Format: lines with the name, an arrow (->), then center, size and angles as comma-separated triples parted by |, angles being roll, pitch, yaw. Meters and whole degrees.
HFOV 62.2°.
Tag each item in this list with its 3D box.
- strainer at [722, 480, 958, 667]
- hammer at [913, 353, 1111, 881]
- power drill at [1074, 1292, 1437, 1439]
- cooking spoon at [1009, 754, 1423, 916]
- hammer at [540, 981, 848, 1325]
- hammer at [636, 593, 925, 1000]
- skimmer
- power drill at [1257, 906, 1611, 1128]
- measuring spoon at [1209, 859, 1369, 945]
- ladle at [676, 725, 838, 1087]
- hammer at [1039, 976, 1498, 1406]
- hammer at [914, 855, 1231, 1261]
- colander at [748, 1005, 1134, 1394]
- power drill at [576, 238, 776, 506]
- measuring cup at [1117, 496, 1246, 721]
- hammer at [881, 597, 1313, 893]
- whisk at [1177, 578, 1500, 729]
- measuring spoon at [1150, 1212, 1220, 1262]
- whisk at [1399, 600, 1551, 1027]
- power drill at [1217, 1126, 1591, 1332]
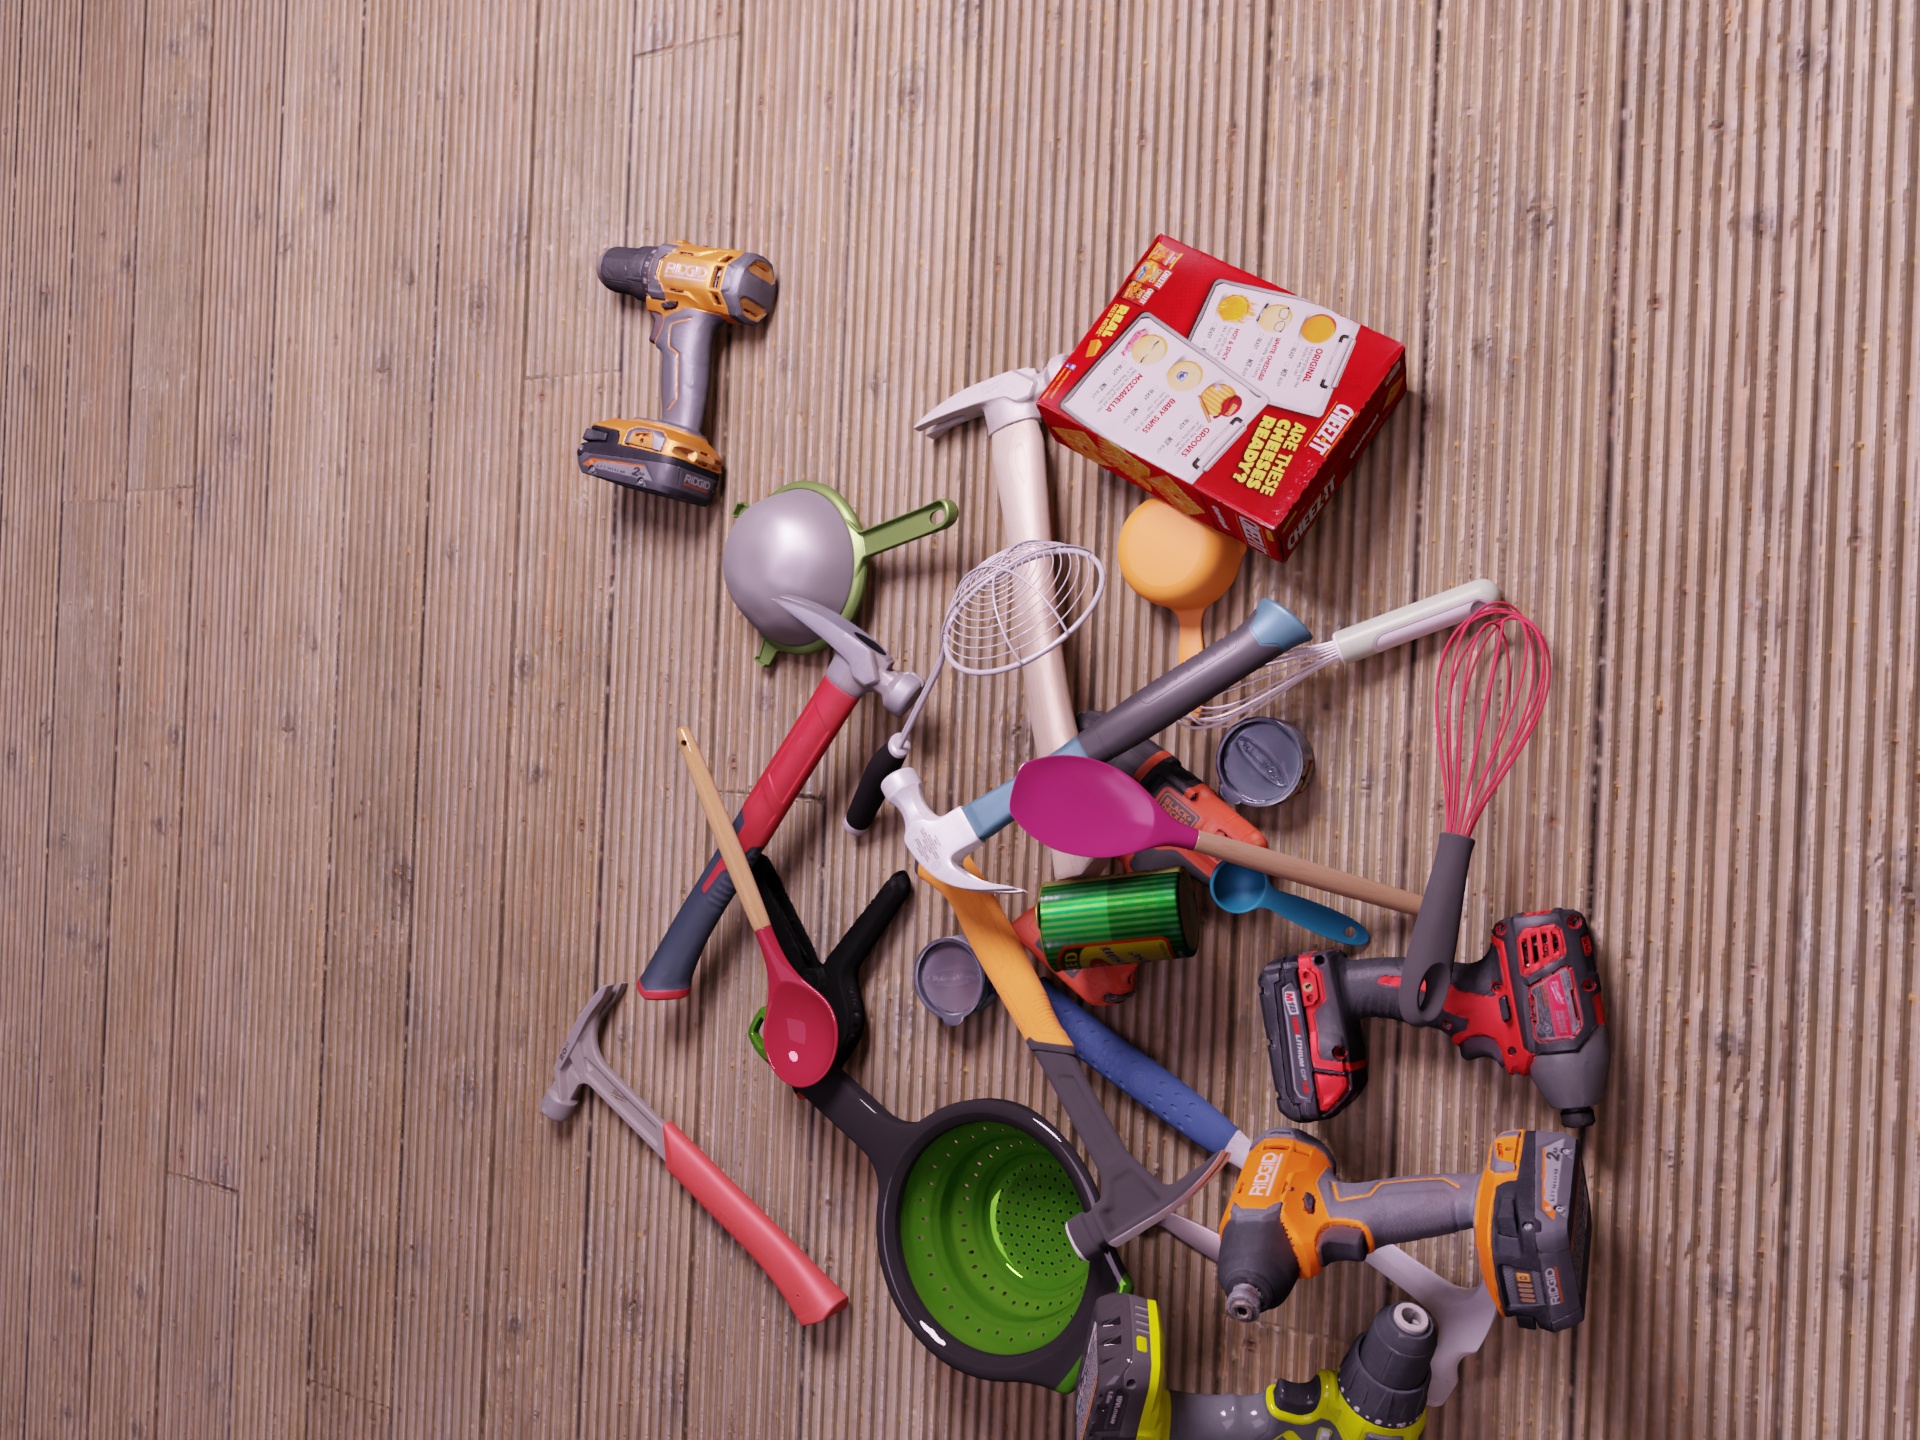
strainer -> -0.115, -0.141, 1.321 | 0.256, 0.069, 0.151 | -15, 81, 40
hammer -> 0.053, -0.077, 1.236 | 0.146, 0.038, 0.411 | -16, 72, 29
power drill -> 0.201, 0.455, 1.076 | 0.228, 0.080, 0.190 | 7, 122, -1
cooking spoon -> 0.189, 0.092, 1.116 | 0.319, 0.017, 0.069 | 16, 83, -1
hammer -> -0.231, 0.395, 1.417 | 0.359, 0.036, 0.149 | 36, 106, 25
hammer -> -0.186, 0.079, 1.350 | 0.143, 0.038, 0.386 | 36, 109, 8
skimmer -> -0.002, -0.004, 1.224 | 0.090, 0.127, 0.363 | 23, 138, -6
power drill -> 0.326, 0.213, 1.089 | 0.220, 0.078, 0.143 | -13, 79, 25
measuring spoon -> 0.236, 0.133, 1.146 | 0.128, 0.021, 0.042 | 24, 92, -10
ladle -> -0.173, 0.147, 1.303 | 0.069, 0.031, 0.315 | -27, 77, 16
hammer -> 0.211, 0.314, 1.174 | 0.406, 0.035, 0.144 | 33, 105, 26
hammer -> 0.062, 0.217, 1.180 | 0.127, 0.034, 0.337 | -35, 63, 8
colander -> -0.015, 0.352, 1.269 | 0.397, 0.094, 0.204 | 35, 103, 31
power drill -> -0.275, -0.322, 1.435 | 0.185, 0.084, 0.226 | 17, 93, 29
measuring cup -> 0.164, -0.087, 1.199 | 0.095, 0.052, 0.174 | -4, 85, 29
hammer -> 0.102, 0.014, 1.151 | 0.331, 0.033, 0.128 | -34, 68, 13
whisk -> 0.265, -0.048, 1.141 | 0.246, 0.057, 0.059 | -21, 45, 20
measuring spoon -> 0.175, 0.390, 1.201 | 0.124, 0.018, 0.034 | 22, 99, 27
whisk -> 0.337, 0.060, 1.061 | 0.073, 0.073, 0.296 | 10, 78, 29
power drill -> 0.278, 0.331, 1.022 | 0.226, 0.164, 0.084 | -7, 108, 27
